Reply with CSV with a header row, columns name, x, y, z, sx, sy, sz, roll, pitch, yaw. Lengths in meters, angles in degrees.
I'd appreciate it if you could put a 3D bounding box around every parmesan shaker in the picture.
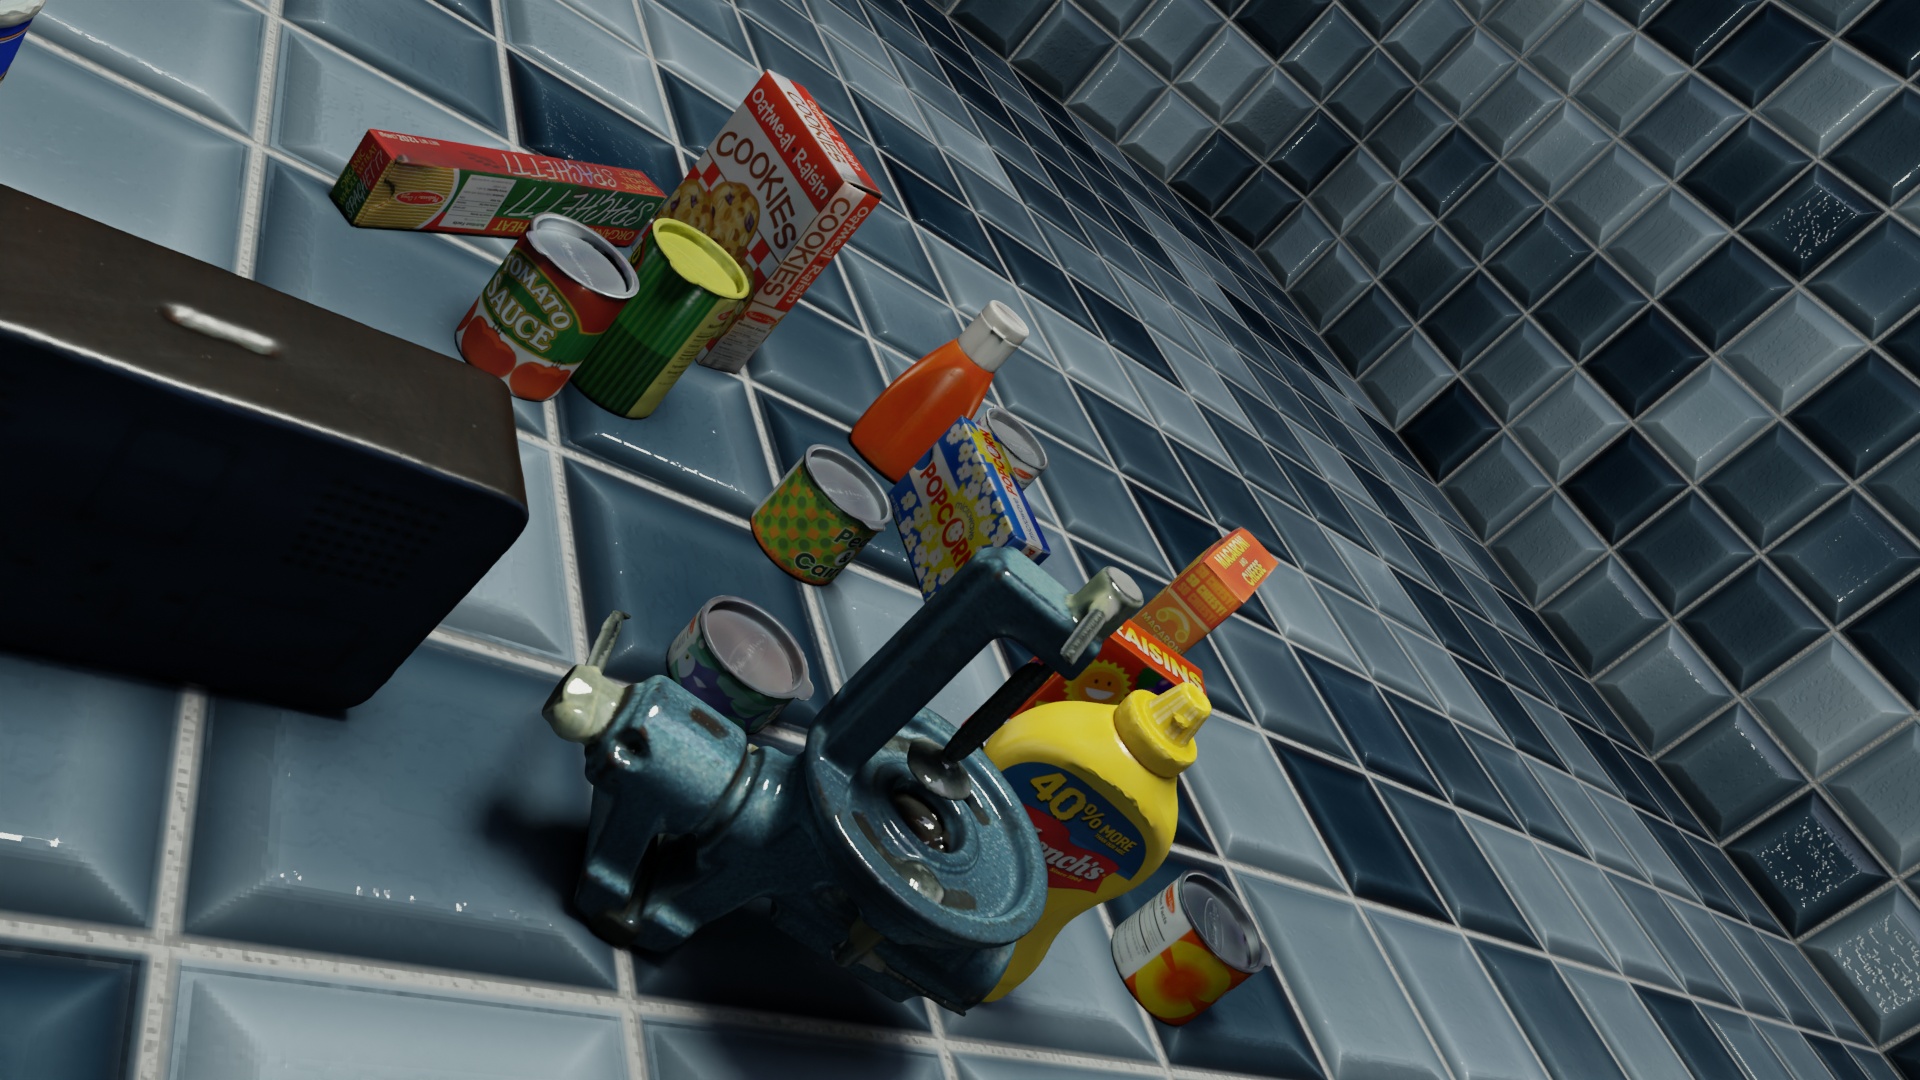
name,x,y,z,sx,sy,sz,roll,pitch,yaw
parmesan shaker,-0.183,-0.129,0.822,0.071,0.102,0.071,36,25,-19

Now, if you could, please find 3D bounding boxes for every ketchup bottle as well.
name,x,y,z,sx,sy,sz,roll,pitch,yaw
ketchup bottle,-0.012,-0.108,1.004,0.064,0.148,0.044,41,23,-9

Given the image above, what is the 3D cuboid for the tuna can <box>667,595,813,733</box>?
name,x,y,z,sx,sy,sz,roll,pitch,yaw
tuna can,-0.111,0.065,0.705,0.071,0.032,0.071,36,25,-19

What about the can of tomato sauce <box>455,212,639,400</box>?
name,x,y,z,sx,sy,sz,roll,pitch,yaw
can of tomato sauce,-0.230,-0.128,0.768,0.071,0.083,0.071,36,25,-19

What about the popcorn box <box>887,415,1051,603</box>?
name,x,y,z,sx,sy,sz,roll,pitch,yaw
popcorn box,0.003,-0.012,0.950,0.038,0.085,0.127,25,30,-38

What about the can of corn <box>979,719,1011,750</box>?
name,x,y,z,sx,sy,sz,roll,pitch,yaw
can of corn,0.020,0.140,0.759,0.071,0.058,0.071,36,25,-19

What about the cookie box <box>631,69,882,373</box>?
name,x,y,z,sx,sy,sz,roll,pitch,yaw
cookie box,-0.142,-0.217,0.951,0.040,0.167,0.123,11,40,-53

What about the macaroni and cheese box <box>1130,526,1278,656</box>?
name,x,y,z,sx,sy,sz,roll,pitch,yaw
macaroni and cheese box,0.126,0.066,0.916,0.040,0.166,0.124,48,23,8

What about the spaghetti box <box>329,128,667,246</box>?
name,x,y,z,sx,sy,sz,roll,pitch,yaw
spaghetti box,-0.280,-0.218,0.878,0.029,0.050,0.251,49,24,10

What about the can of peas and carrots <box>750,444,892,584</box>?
name,x,y,z,sx,sy,sz,roll,pitch,yaw
can of peas and carrots,-0.083,-0.014,0.846,0.071,0.058,0.071,36,25,-19

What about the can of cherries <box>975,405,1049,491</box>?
name,x,y,z,sx,sy,sz,roll,pitch,yaw
can of cherries,0.026,-0.064,1.106,0.071,0.058,0.072,36,25,-19

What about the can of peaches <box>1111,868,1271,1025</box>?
name,x,y,z,sx,sy,sz,roll,pitch,yaw
can of peaches,0.130,0.231,0.785,0.071,0.058,0.071,36,25,-19

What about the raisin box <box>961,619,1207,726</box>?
name,x,y,z,sx,sy,sz,roll,pitch,yaw
raisin box,0.072,0.104,0.822,0.086,0.123,0.040,36,24,-19
